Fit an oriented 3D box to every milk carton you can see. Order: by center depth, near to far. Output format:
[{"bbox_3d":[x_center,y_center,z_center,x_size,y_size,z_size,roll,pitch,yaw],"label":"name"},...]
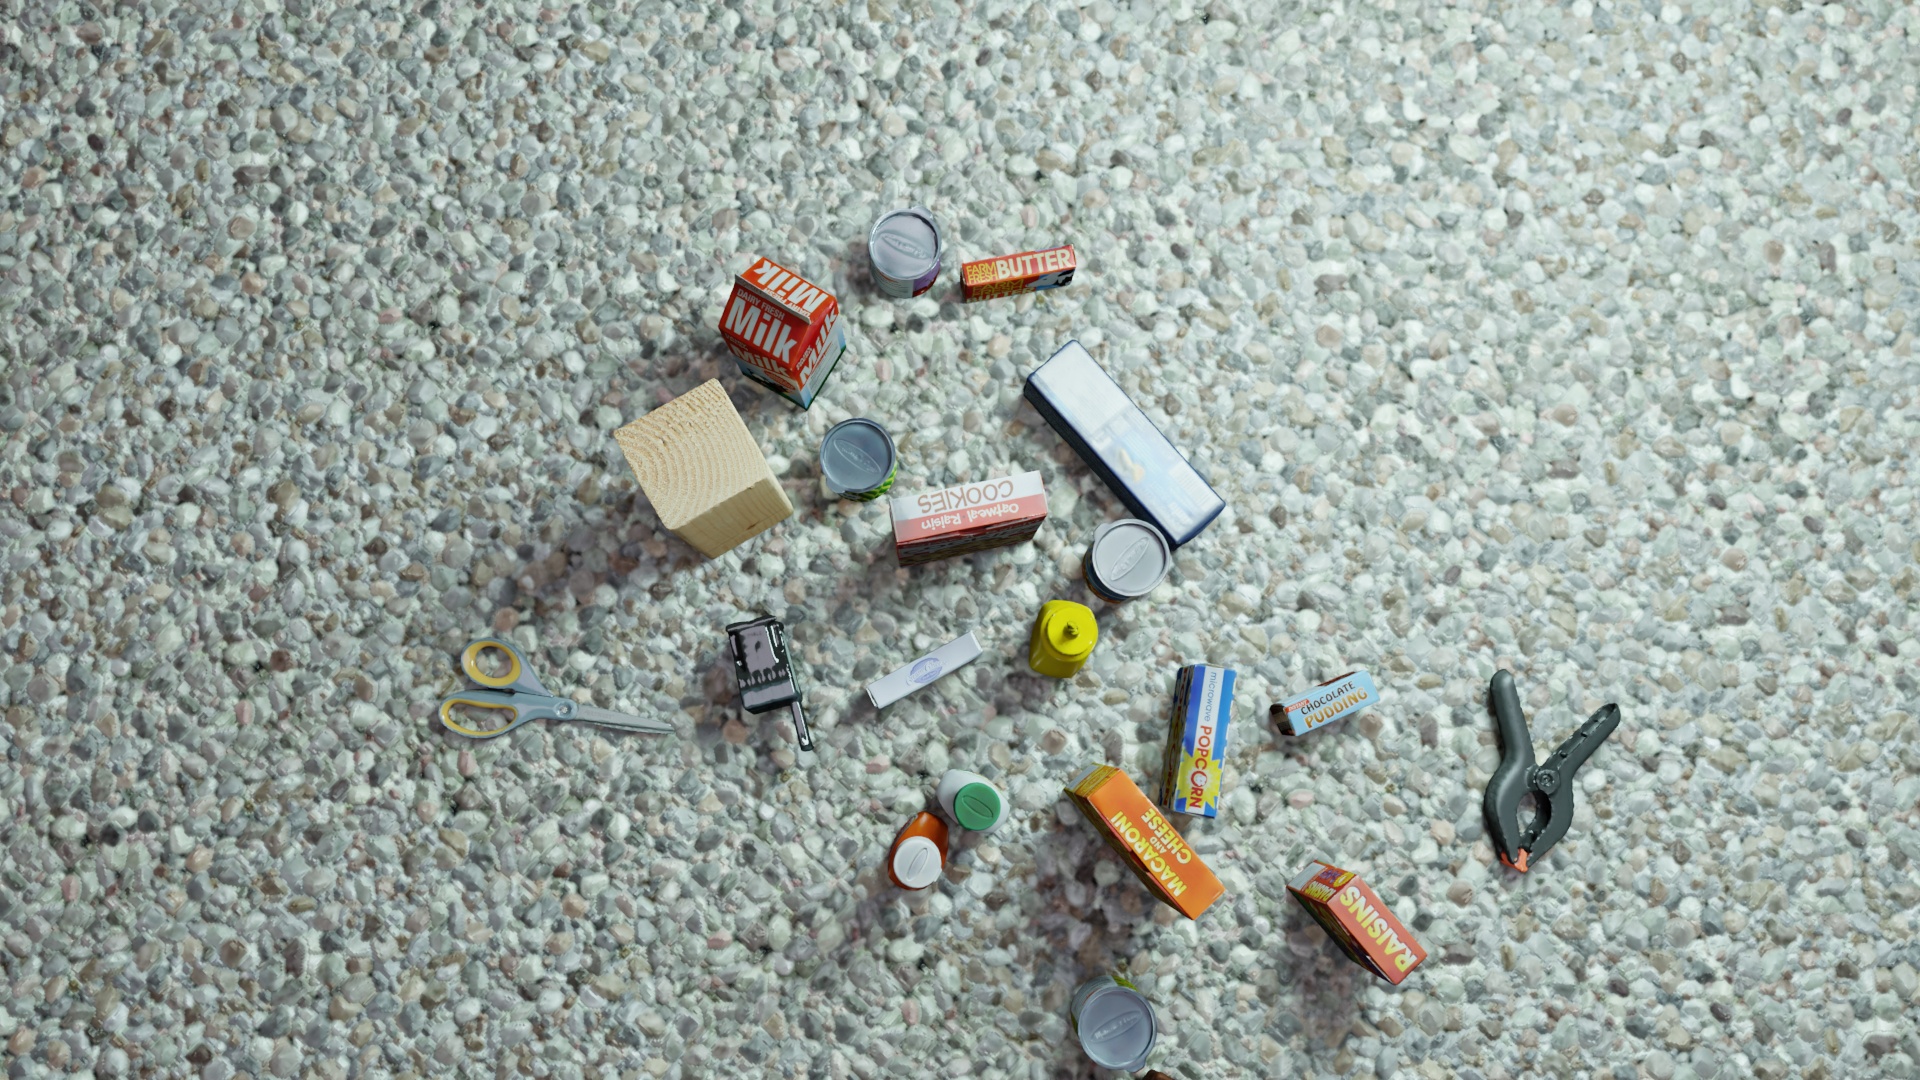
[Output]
[{"bbox_3d":[-0.149,-0.177,1.173,0.072,0.190,0.073,30,83,2],"label":"milk carton"}]

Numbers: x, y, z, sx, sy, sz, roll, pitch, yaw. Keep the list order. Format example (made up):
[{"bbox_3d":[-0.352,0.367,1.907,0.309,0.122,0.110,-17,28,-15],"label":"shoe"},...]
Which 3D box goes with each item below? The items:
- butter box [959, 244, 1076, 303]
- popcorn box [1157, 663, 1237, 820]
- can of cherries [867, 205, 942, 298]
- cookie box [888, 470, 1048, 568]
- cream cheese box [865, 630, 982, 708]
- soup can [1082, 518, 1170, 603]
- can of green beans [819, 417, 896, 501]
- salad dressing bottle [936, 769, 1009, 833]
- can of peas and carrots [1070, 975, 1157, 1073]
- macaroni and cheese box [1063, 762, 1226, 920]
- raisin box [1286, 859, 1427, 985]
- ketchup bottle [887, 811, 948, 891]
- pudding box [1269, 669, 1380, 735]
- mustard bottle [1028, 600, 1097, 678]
[{"bbox_3d":[0.052,-0.241,1.258,0.103,0.053,0.024,-10,83,-3],"label":"butter box"},{"bbox_3d":[0.202,0.170,1.188,0.038,0.085,0.127,10,82,0],"label":"popcorn box"},{"bbox_3d":[-0.048,-0.260,1.255,0.071,0.058,0.071,0,82,-2],"label":"can of cherries"},{"bbox_3d":[0.004,-0.015,1.166,0.123,0.167,0.040,-12,83,-3],"label":"cookie box"},{"bbox_3d":[-0.031,0.113,1.205,0.104,0.053,0.024,-28,84,-5],"label":"cream cheese box"},{"bbox_3d":[0.141,0.017,1.209,0.071,0.083,0.071,0,82,-2],"label":"soup can"},{"bbox_3d":[-0.090,-0.070,1.227,0.071,0.057,0.071,0,82,-2],"label":"can of green beans"},{"bbox_3d":[0.011,0.216,1.144,0.064,0.147,0.044,33,83,3],"label":"salad dressing bottle"},{"bbox_3d":[0.129,0.405,1.166,0.071,0.058,0.071,0,82,-2],"label":"can of peas and carrots"},{"bbox_3d":[0.146,0.242,1.135,0.040,0.166,0.124,-40,85,-6],"label":"macaroni and cheese box"},{"bbox_3d":[0.326,0.314,1.153,0.040,0.123,0.086,-40,85,-6],"label":"raisin box"},{"bbox_3d":[-0.034,0.257,1.136,0.043,0.148,0.065,30,83,2],"label":"ketchup bottle"},{"bbox_3d":[0.318,0.142,1.214,0.084,0.049,0.030,-22,84,-5],"label":"pudding box"},{"bbox_3d":[0.087,0.080,1.159,0.049,0.160,0.065,12,82,0],"label":"mustard bottle"}]
